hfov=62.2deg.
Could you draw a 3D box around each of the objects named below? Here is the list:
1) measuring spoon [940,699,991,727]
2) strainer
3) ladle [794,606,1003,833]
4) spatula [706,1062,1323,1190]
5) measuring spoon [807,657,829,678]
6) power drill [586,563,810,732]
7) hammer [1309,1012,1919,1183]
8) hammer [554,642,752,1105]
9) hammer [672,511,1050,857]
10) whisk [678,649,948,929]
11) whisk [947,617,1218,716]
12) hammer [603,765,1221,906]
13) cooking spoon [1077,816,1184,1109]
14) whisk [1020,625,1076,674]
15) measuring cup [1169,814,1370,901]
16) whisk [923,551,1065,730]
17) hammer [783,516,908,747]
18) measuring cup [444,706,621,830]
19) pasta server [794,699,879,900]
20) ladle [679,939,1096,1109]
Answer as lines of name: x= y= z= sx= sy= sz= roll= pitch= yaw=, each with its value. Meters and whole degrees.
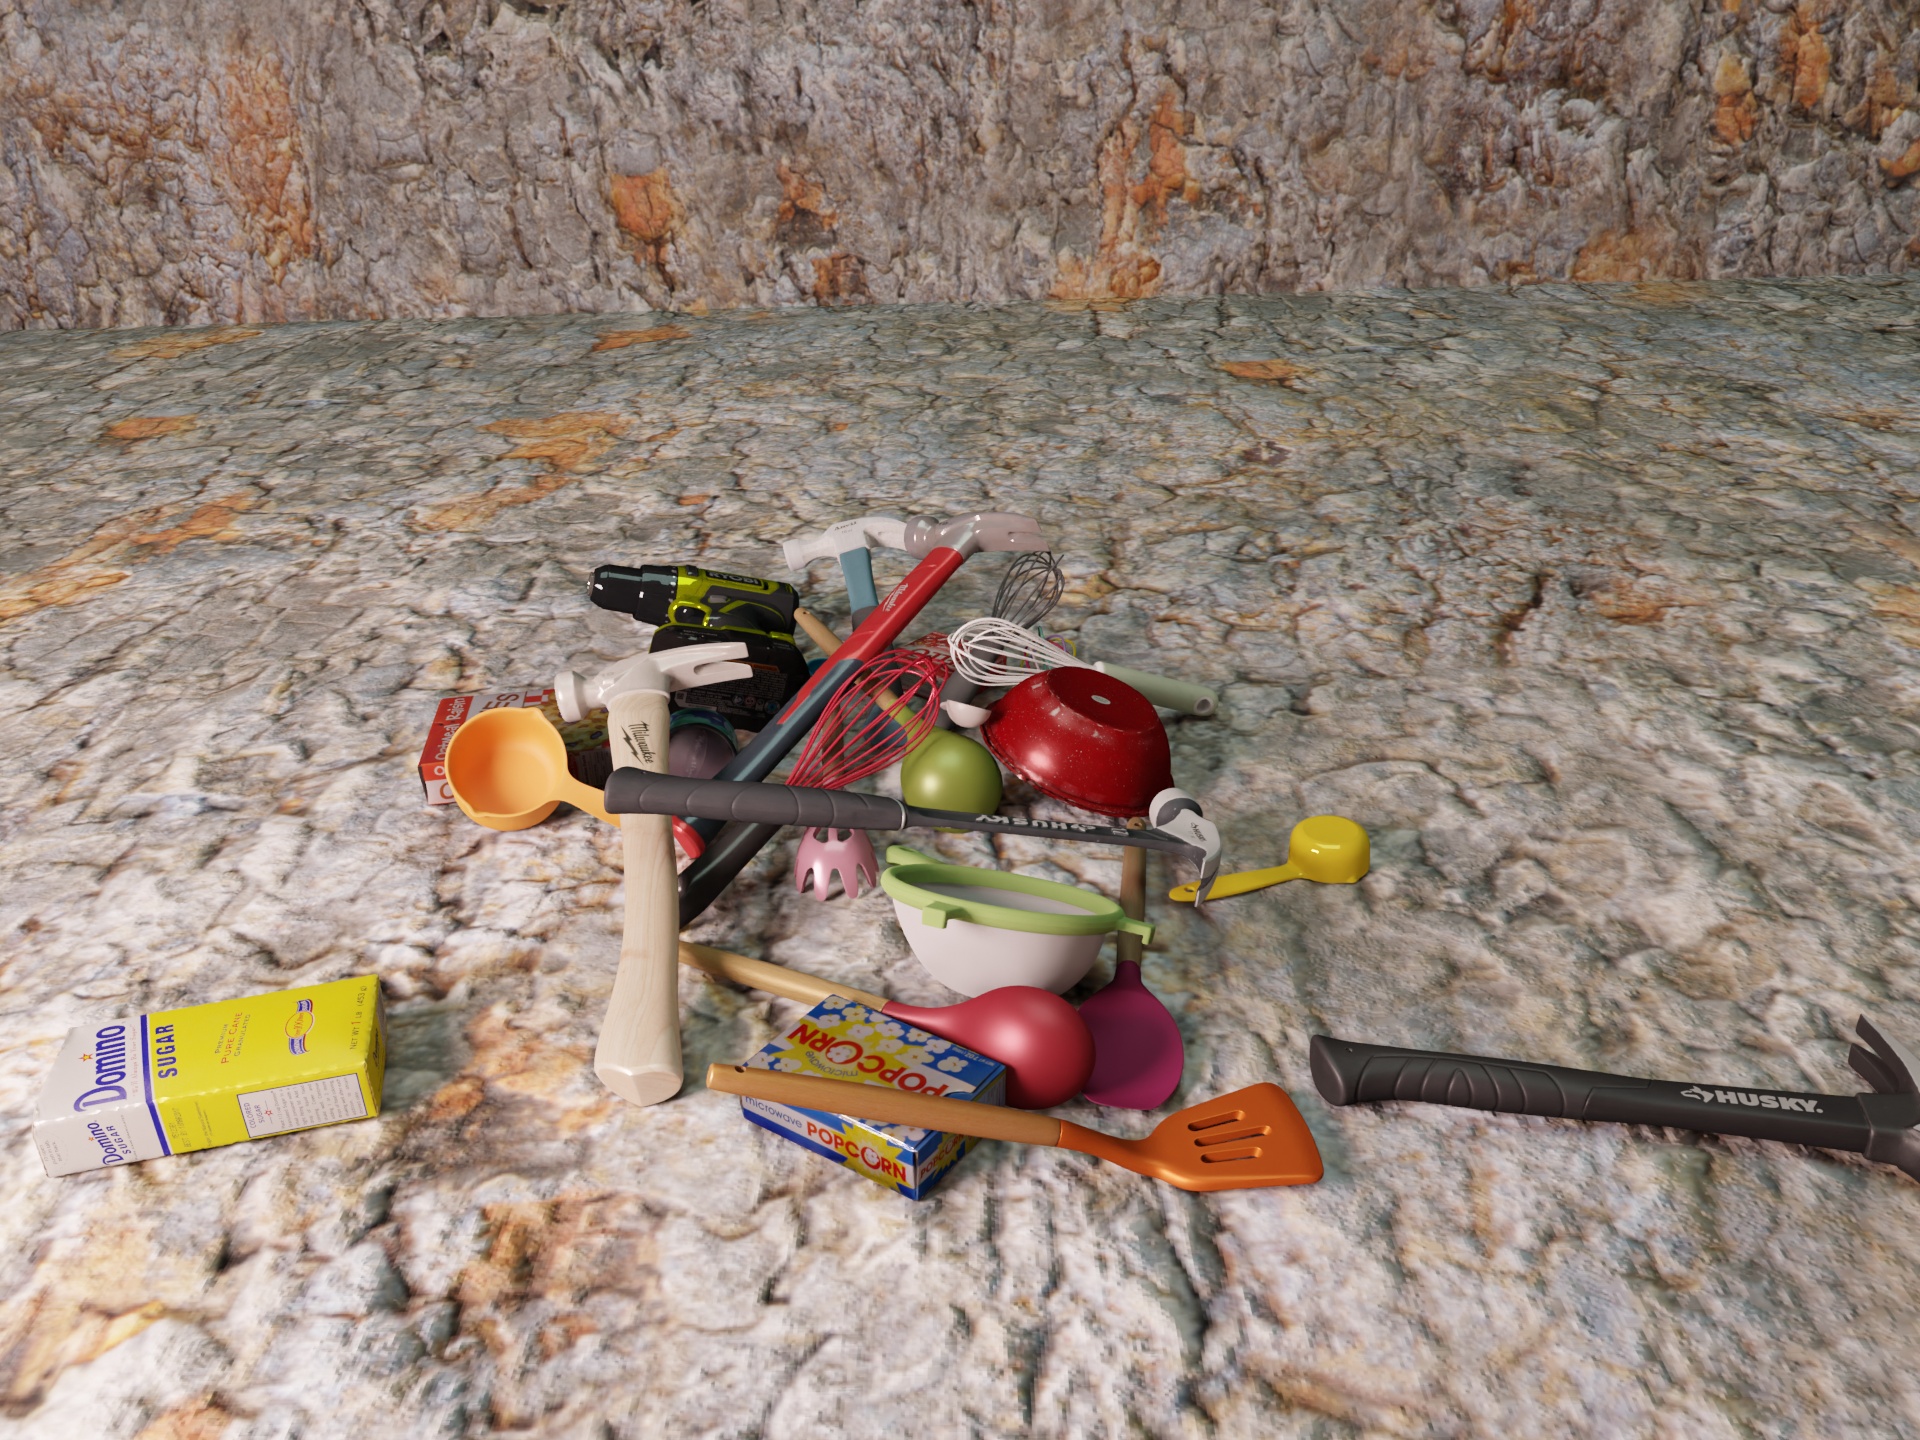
measuring spoon: x=-0.002 y=-0.004 z=1.227 sx=0.034 sy=0.018 sz=0.124 roll=15 pitch=-2 yaw=-8
strainer: x=0.001 y=0.130 z=1.022 sx=0.151 sy=0.069 sz=0.256 roll=8 pitch=2 yaw=-24
ladle: x=-0.065 y=-0.012 z=1.277 sx=0.078 sy=0.062 sz=0.320 roll=-14 pitch=34 yaw=-25
spatula: x=0.030 y=0.203 z=0.827 sx=0.322 sy=0.041 sz=0.081 roll=13 pitch=23 yaw=-14
measuring spoon: x=-0.085 y=-0.043 z=1.435 sx=0.128 sy=0.021 sz=0.042 roll=-11 pitch=38 yaw=-39
power drill: x=-0.229 y=-0.077 z=1.402 sx=0.190 sy=0.080 sz=0.229 roll=8 pitch=22 yaw=-18
hammer: x=0.361 y=0.203 z=0.869 sx=0.335 sy=0.035 sz=0.146 roll=4 pitch=27 yaw=12
hammer: x=-0.199 y=0.082 z=1.059 sx=0.146 sy=0.038 sz=0.411 roll=-12 pitch=39 yaw=-4
hammer: x=-0.083 y=-0.037 z=1.232 sx=0.143 sy=0.038 sz=0.386 roll=6 pitch=45 yaw=43
whisk: x=-0.112 y=0.046 z=1.124 sx=0.073 sy=0.073 sz=0.296 roll=22 pitch=56 yaw=40
whisk: x=0.104 y=-0.038 z=1.302 sx=0.246 sy=0.057 sz=0.059 roll=13 pitch=23 yaw=-20
hammer: x=-0.025 y=0.066 z=1.043 sx=0.409 sy=0.036 sz=0.149 roll=6 pitch=15 yaw=-7
cooking spoon: x=0.109 y=0.146 z=1.023 sx=0.069 sy=0.017 sz=0.319 roll=6 pitch=27 yaw=5
whisk: x=0.085 y=-0.014 z=1.330 sx=0.047 sy=0.051 sz=0.245 roll=1 pitch=28 yaw=-6
measuring cup: x=0.214 y=0.097 z=1.102 sx=0.156 sy=0.029 sz=0.062 roll=-10 pitch=27 yaw=-21
whisk: x=0.029 y=-0.066 z=1.368 sx=0.055 sy=0.055 sz=0.239 roll=13 pitch=51 yaw=29
hammer: x=-0.083 y=-0.086 z=1.423 sx=0.128 sy=0.033 sz=0.331 roll=-17 pitch=39 yaw=2
measuring cup: x=-0.302 y=0.057 z=1.200 sx=0.173 sy=0.052 sz=0.095 roll=25 pitch=65 yaw=-2
pasta server: x=-0.099 y=0.048 z=1.235 sx=0.060 sy=0.040 sz=0.316 roll=-4 pitch=22 yaw=-4
ladle: x=-0.064 y=0.169 z=0.958 sx=0.315 sy=0.069 sz=0.031 roll=9 pitch=-2 yaw=33
